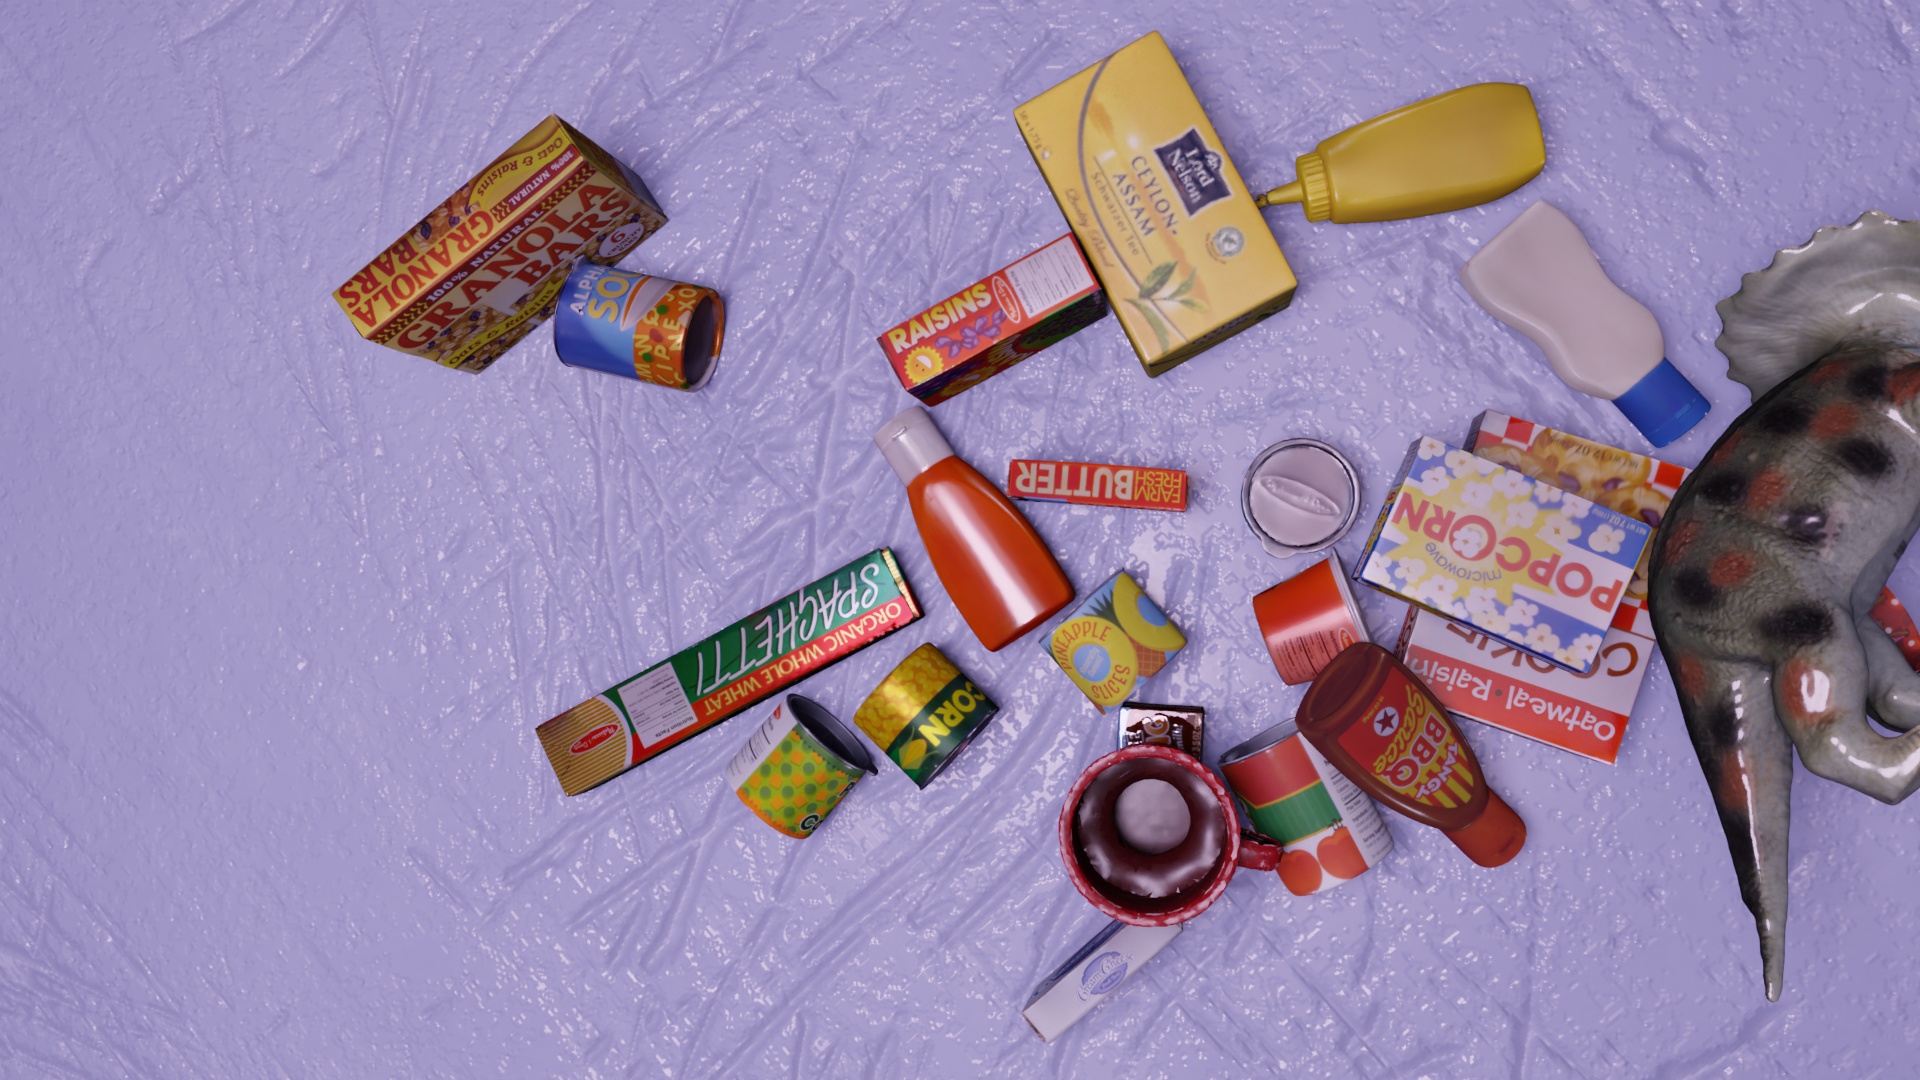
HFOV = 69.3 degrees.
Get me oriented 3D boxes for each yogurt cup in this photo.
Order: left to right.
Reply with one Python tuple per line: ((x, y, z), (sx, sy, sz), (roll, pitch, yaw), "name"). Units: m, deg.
((0.199, 0.048, 0.782), (0.054, 0.072, 0.072), (-22, 84, 16), "yogurt cup")

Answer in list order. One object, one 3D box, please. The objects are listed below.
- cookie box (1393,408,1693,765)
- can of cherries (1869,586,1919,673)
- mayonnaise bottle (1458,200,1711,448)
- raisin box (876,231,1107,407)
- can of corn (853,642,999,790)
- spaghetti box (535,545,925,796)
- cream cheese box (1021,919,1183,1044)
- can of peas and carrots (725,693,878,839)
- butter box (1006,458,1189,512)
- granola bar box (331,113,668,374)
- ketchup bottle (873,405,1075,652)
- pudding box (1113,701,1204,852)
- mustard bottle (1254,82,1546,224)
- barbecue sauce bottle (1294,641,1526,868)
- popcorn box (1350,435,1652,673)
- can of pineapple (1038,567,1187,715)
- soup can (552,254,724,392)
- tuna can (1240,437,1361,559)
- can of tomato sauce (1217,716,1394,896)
((0.323, 0.026, 0.775), (0.123, 0.040, 0.167), (19, 90, 9), "cookie box")
((0.463, 0.056, 0.737), (0.058, 0.071, 0.071), (-26, 84, 6), "can of cherries")
((0.352, -0.117, 0.776), (0.064, 0.041, 0.148), (-42, 83, 7), "mayonnaise bottle")
((0.021, -0.126, 0.806), (0.123, 0.086, 0.040), (-27, 86, 7), "raisin box")
((-0.020, 0.101, 0.810), (0.058, 0.071, 0.071), (44, 95, 9), "can of corn")
((-0.140, 0.081, 0.851), (0.250, 0.028, 0.050), (-27, 84, 7), "spaghetti box")
((0.083, 0.241, 0.796), (0.104, 0.053, 0.024), (-42, 80, 5), "cream cheese box")
((-0.094, 0.135, 0.823), (0.071, 0.071, 0.058), (42, 95, 8), "can of peas and carrots")
((0.081, -0.032, 0.808), (0.103, 0.053, 0.024), (5, 91, 9), "butter box")
((-0.270, -0.171, 0.834), (0.165, 0.124, 0.039), (-37, 82, 6), "granola bar box")
((0.003, -0.010, 0.825), (0.064, 0.043, 0.149), (-35, 83, 10), "ketchup bottle")
((0.115, 0.137, 0.807), (0.050, 0.030, 0.083), (3, 88, 10), "pudding box")
((0.244, -0.213, 0.793), (0.160, 0.049, 0.065), (-12, 86, 9), "mustard bottle")
((0.249, 0.122, 0.751), (0.148, 0.044, 0.065), (42, 83, -20), "barbecue sauce bottle")
((0.287, 0.007, 0.740), (0.127, 0.038, 0.085), (24, 91, 10), "popcorn box")
((0.087, 0.059, 0.795), (0.071, 0.071, 0.058), (-42, 82, 5), "can of pineapple")
((-0.195, -0.132, 0.848), (0.084, 0.071, 0.071), (13, 90, 9), "soup can")
((0.194, -0.023, 0.800), (0.071, 0.033, 0.071), (0, 87, 9), "tuna can")
((0.191, 0.147, 0.777), (0.071, 0.071, 0.083), (-29, 84, 7), "can of tomato sauce")
